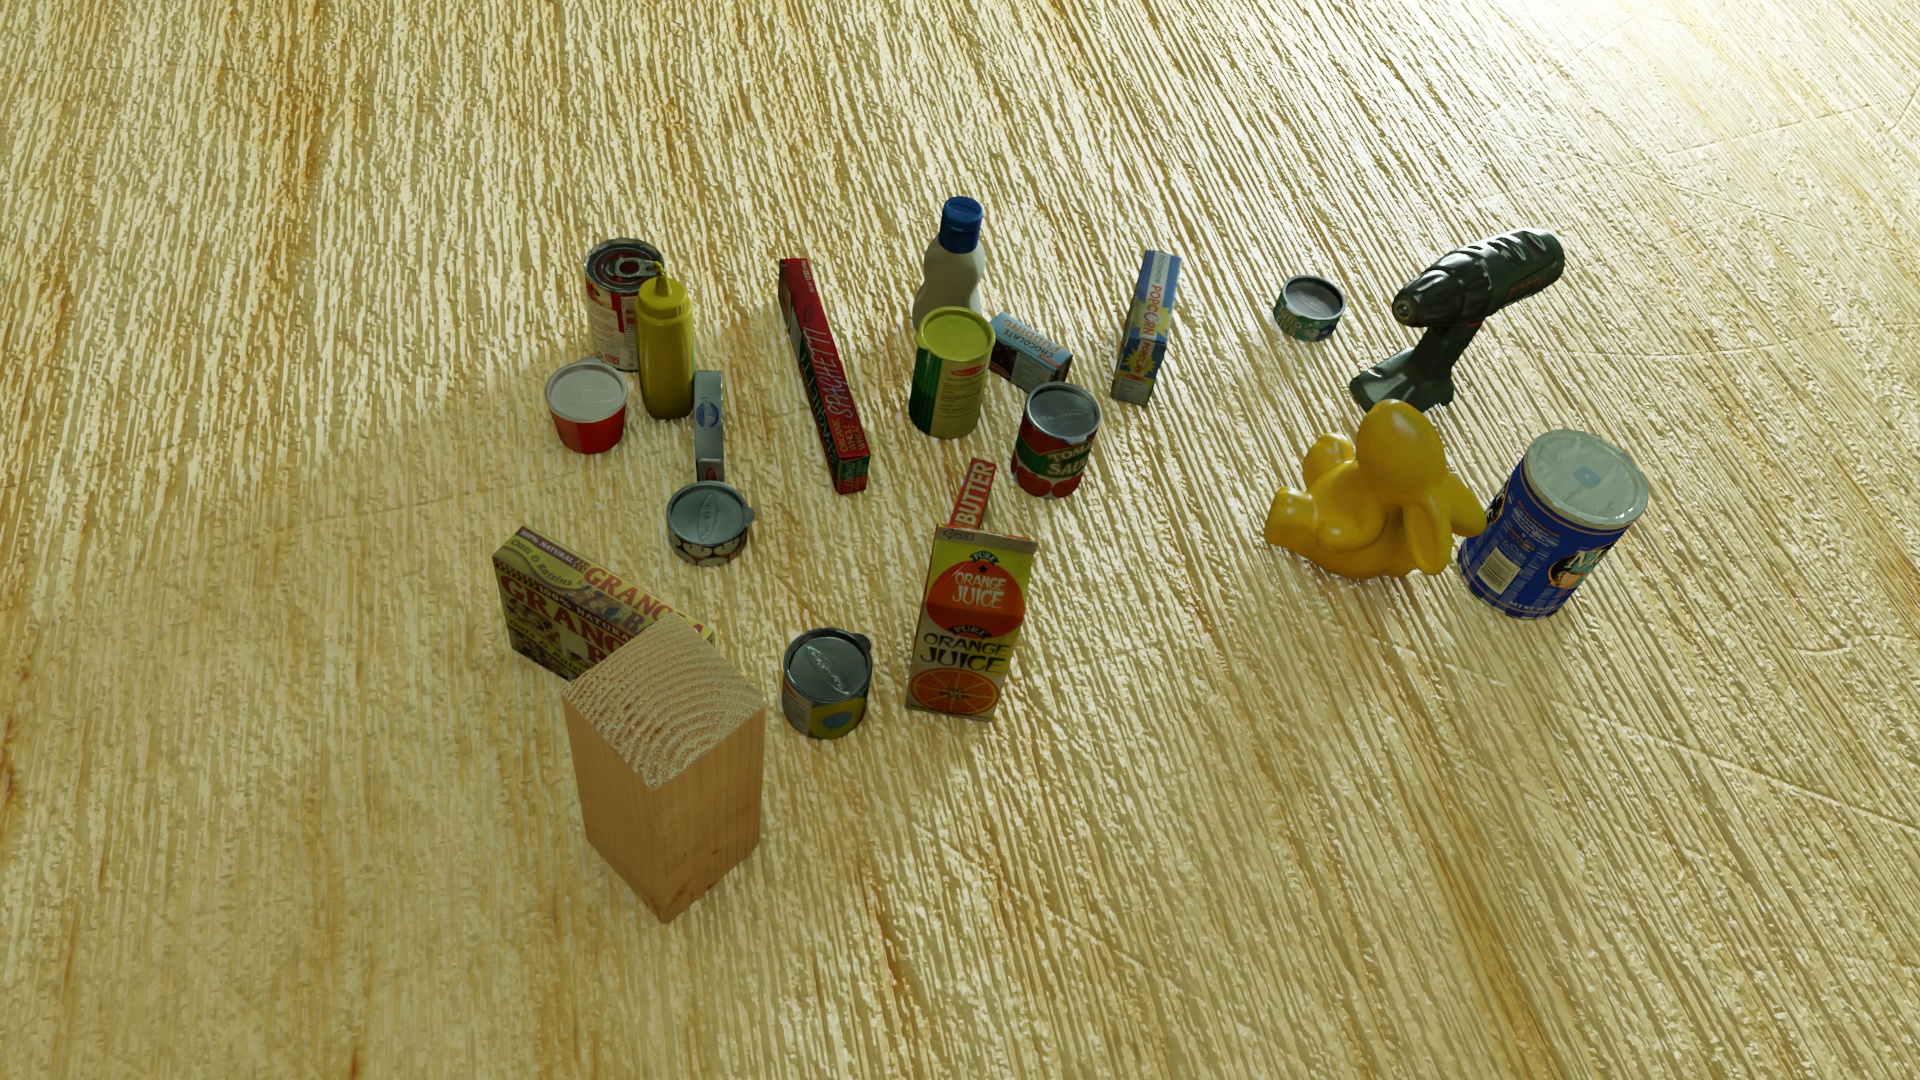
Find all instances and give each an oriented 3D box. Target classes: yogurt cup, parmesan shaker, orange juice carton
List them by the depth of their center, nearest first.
[{"bbox_3d":[0.007,0.052,1.022,0.072,0.191,0.073,10,52,-2],"label":"orange juice carton"},{"bbox_3d":[-0.316,-0.110,1.179,0.072,0.053,0.073,5,53,-6],"label":"yogurt cup"},{"bbox_3d":[-0.012,-0.146,1.227,0.071,0.102,0.071,5,53,-6],"label":"parmesan shaker"}]

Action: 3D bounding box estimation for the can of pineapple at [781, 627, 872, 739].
[{"bbox_3d":[-0.099,0.108,1.047,0.071,0.057,0.071,5,53,-6],"label":"can of pineapple"}]

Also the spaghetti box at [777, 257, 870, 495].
[{"bbox_3d":[-0.125,-0.151,1.245,0.029,0.050,0.251,-9,55,-16],"label":"spaghetti box"}]

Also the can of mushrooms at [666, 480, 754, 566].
[{"bbox_3d":[-0.204,-0.013,1.137,0.071,0.033,0.071,5,53,-6],"label":"can of mushrooms"}]

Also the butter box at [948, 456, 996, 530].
[{"bbox_3d":[0.004,-0.015,1.161,0.024,0.052,0.104,16,52,3],"label":"butter box"}]

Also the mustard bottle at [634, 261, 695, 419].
[{"bbox_3d":[-0.249,-0.172,1.170,0.049,0.159,0.065,-5,54,-13],"label":"mustard bottle"}]

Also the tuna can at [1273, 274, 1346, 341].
[{"bbox_3d":[0.349,-0.232,1.397,0.071,0.032,0.071,5,53,-6],"label":"tuna can"}]

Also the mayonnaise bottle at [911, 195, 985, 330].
[{"bbox_3d":[-0.006,-0.248,1.277,0.065,0.147,0.041,17,52,3],"label":"mayonnaise bottle"}]

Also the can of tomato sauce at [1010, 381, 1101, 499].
[{"bbox_3d":[0.083,-0.085,1.208,0.071,0.082,0.071,5,53,-6],"label":"can of tomato sauce"}]

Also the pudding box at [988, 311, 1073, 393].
[{"bbox_3d":[0.059,-0.170,1.290,0.084,0.049,0.030,33,55,15],"label":"pudding box"}]

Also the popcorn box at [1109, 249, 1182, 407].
[{"bbox_3d":[0.176,-0.201,1.311,0.038,0.084,0.127,14,52,1],"label":"popcorn box"}]

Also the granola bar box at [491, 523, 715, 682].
[{"bbox_3d":[-0.255,0.071,1.007,0.166,0.123,0.039,28,54,12],"label":"granola bar box"}]

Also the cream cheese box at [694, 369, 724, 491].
[{"bbox_3d":[-0.214,-0.090,1.181,0.024,0.053,0.104,-1,53,-10],"label":"cream cheese box"}]
